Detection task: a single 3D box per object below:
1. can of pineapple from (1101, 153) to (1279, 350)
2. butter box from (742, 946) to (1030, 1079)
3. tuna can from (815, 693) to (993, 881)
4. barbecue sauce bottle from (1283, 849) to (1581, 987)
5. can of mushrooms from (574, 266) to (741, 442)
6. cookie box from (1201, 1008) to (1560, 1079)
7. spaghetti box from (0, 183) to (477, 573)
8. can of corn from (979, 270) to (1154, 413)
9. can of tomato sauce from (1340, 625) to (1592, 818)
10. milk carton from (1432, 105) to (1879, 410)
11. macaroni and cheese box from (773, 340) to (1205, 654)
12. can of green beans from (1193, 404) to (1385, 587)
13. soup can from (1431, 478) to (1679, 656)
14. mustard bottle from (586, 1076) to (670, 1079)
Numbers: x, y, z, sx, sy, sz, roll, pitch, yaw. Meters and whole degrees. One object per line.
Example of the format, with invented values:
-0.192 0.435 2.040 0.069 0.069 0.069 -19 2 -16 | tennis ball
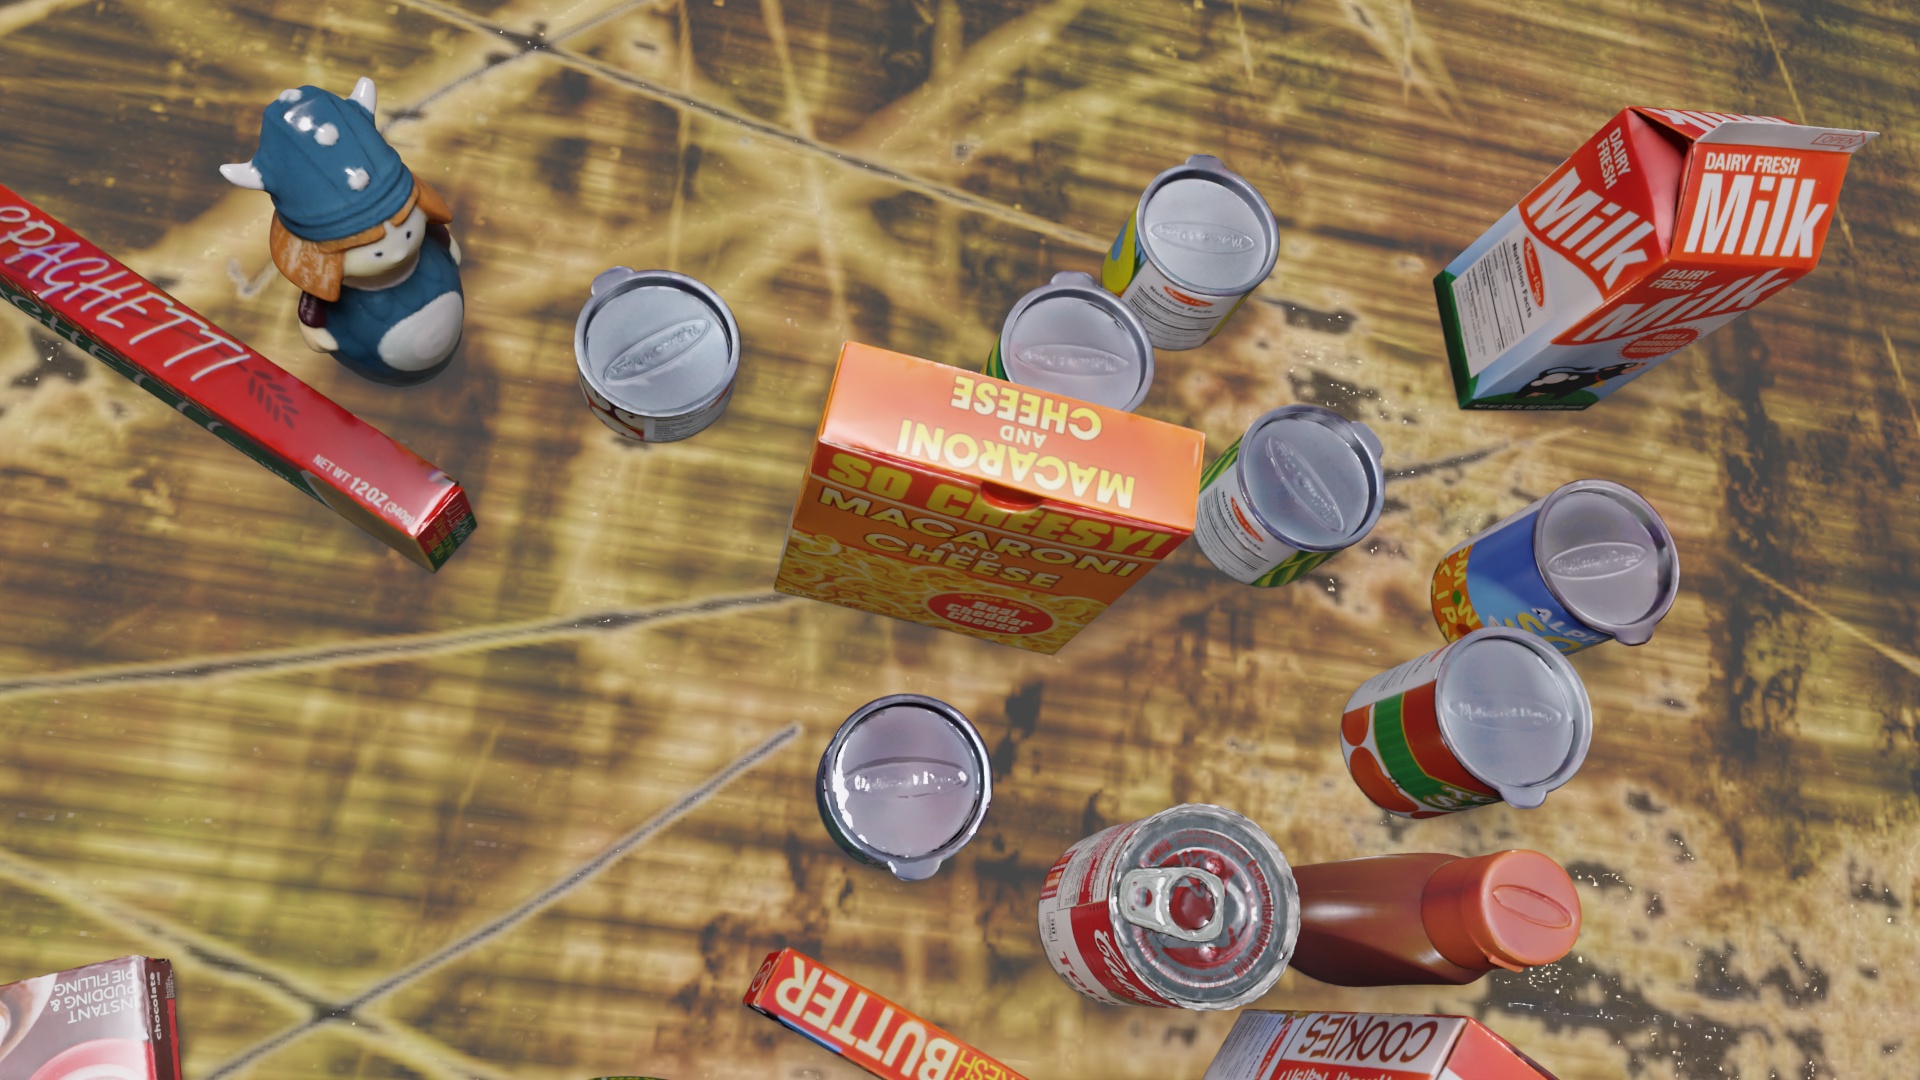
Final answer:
0.104 -0.129 0.632 0.071 0.057 0.071 4 71 -11 | can of pineapple
-0.027 0.181 0.502 0.103 0.053 0.024 29 69 -2 | butter box
-0.022 0.098 0.542 0.071 0.032 0.071 4 71 -11 | tuna can
0.166 0.139 0.508 0.065 0.148 0.044 23 69 -4 | barbecue sauce bottle
-0.127 -0.078 0.577 0.071 0.033 0.071 4 71 -11 | can of mushrooms
0.170 0.212 0.474 0.123 0.167 0.040 38 69 1 | cookie box
-0.298 -0.071 0.528 0.250 0.050 0.029 33 69 0 | spaghetti box
0.043 -0.071 0.599 0.071 0.058 0.071 4 71 -11 | can of corn
0.205 0.079 0.572 0.071 0.082 0.071 4 71 -11 | can of tomato sauce
0.291 -0.125 0.601 0.072 0.190 0.073 -1 73 -13 | milk carton
0.002 -0.006 0.510 0.124 0.166 0.040 14 70 -8 | macaroni and cheese box
0.140 -0.018 0.603 0.071 0.057 0.071 4 71 -11 | can of green beans
0.255 0.020 0.602 0.071 0.083 0.071 4 71 -11 | soup can
-0.096 0.194 0.425 0.065 0.159 0.049 12 70 -8 | mustard bottle
